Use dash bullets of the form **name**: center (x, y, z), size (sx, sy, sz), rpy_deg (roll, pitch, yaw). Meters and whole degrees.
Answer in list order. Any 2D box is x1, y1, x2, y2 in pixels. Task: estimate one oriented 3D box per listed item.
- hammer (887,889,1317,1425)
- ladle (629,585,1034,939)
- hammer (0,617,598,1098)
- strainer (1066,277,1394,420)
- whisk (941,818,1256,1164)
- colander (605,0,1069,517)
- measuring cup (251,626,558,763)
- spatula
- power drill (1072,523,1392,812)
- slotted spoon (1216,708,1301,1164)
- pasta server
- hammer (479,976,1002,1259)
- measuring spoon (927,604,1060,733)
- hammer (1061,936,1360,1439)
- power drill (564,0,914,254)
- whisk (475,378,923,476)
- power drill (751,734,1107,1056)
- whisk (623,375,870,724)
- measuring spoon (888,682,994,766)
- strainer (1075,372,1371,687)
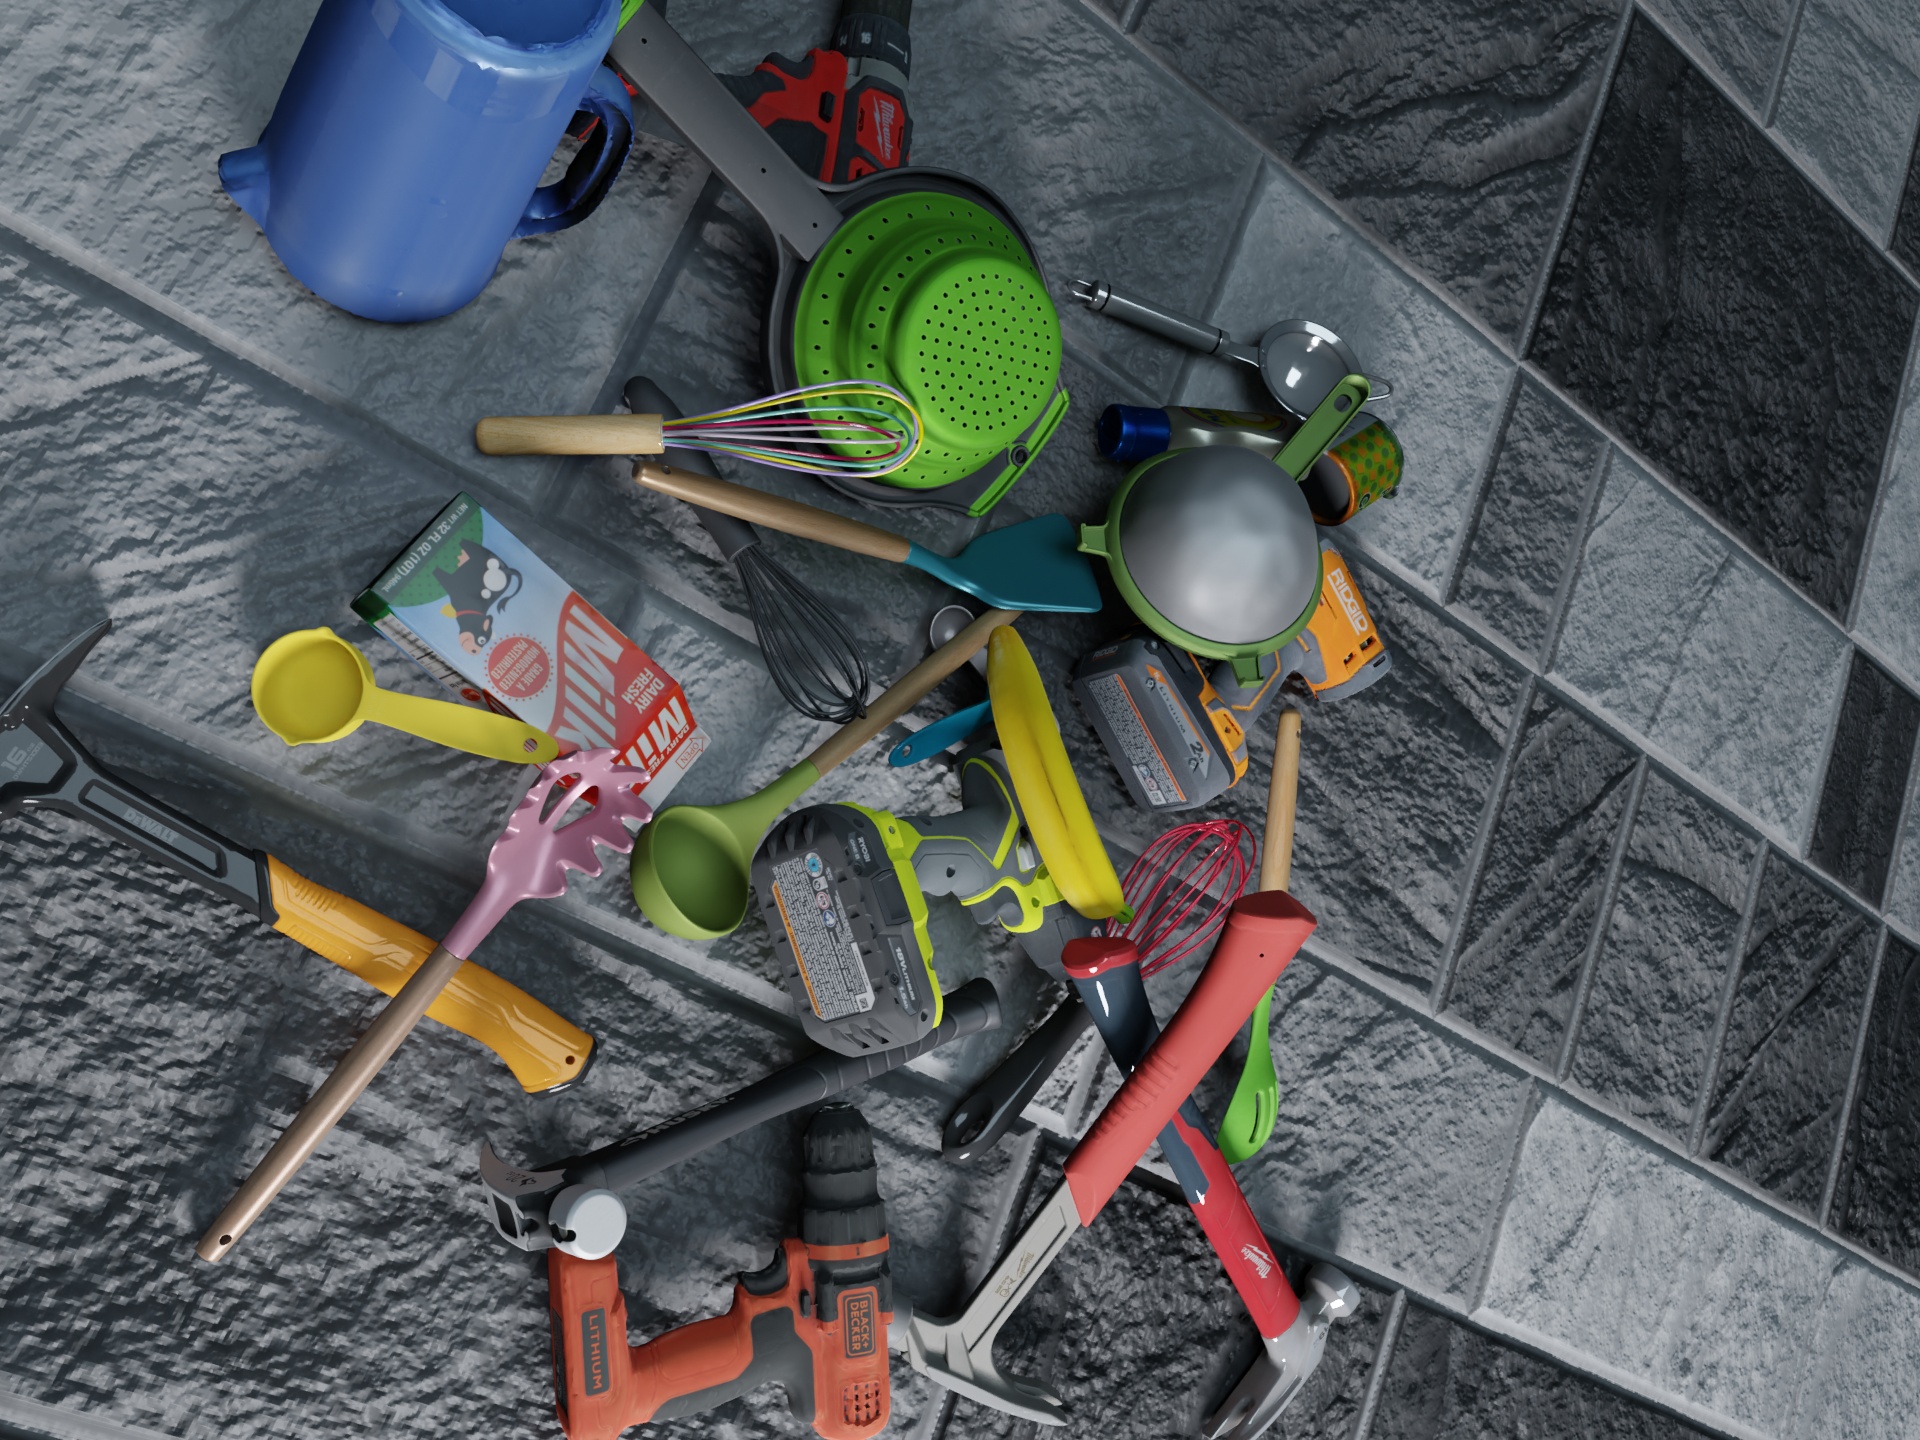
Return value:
- **hammer**: center (0.095, 0.252, 0.924), size (0.149, 0.037, 0.359), rpy_deg (31, 102, -17)
- **ladle**: center (-0.063, 0.012, 0.938), size (0.320, 0.062, 0.078), rpy_deg (-40, 105, -24)
- **hammer**: center (-0.326, 0.090, 0.806), size (0.336, 0.034, 0.127), rpy_deg (37, 70, -22)
- **strainer**: center (0.187, -0.264, 1.123), size (0.258, 0.050, 0.087), rpy_deg (16, 65, -21)
- **whisk**: center (0.090, 0.169, 1.020), size (0.296, 0.073, 0.073), rpy_deg (-45, 107, -19)
- **colander**: center (-0.059, -0.266, 0.895), size (0.396, 0.095, 0.204), rpy_deg (42, 82, -34)
- **measuring cup**: center (-0.279, -0.003, 0.811), size (0.156, 0.029, 0.062), rpy_deg (15, 86, -3)
- **spatula**: center (-0.048, -0.114, 0.935), size (0.317, 0.044, 0.082), rpy_deg (11, 49, -41)
- **power drill**: center (0.185, -0.056, 1.081), size (0.226, 0.084, 0.164), rpy_deg (-34, 100, -31)
- **slotted spoon**: center (0.202, 0.148, 1.050), size (0.070, 0.031, 0.313), rpy_deg (-9, 105, -54)
- **pasta server**: center (-0.269, 0.139, 0.790), size (0.060, 0.040, 0.316), rpy_deg (42, 82, -30)
- **hammer**: center (-0.105, 0.208, 0.885), size (0.334, 0.146, 0.035), rpy_deg (-16, 95, -41)
- **measuring spoon**: center (0.021, -0.028, 1.025), size (0.124, 0.018, 0.034), rpy_deg (44, 73, -26)
- **hammer**: center (0.142, 0.293, 0.997), size (0.143, 0.038, 0.386), rpy_deg (-42, 120, -25)
- **power drill**: center (-0.126, -0.397, 0.939), size (0.226, 0.080, 0.188), rpy_deg (12, 80, -31)
- **whisk**: center (-0.143, -0.155, 0.881), size (0.245, 0.047, 0.051), rpy_deg (-2, 64, -4)
- **power drill**: center (-0.001, 0.104, 0.923), size (0.223, 0.080, 0.171), rpy_deg (-14, 83, -49)
- **whisk**: center (-0.124, -0.098, 0.912), size (0.055, 0.055, 0.239), rpy_deg (-32, 86, -28)
- **measuring spoon**: center (-0.002, -0.003, 0.980), size (0.128, 0.021, 0.042), rpy_deg (-28, 128, -36)
- **strainer**: center (0.203, -0.154, 1.020), size (0.151, 0.069, 0.256), rpy_deg (41, 66, 2)
